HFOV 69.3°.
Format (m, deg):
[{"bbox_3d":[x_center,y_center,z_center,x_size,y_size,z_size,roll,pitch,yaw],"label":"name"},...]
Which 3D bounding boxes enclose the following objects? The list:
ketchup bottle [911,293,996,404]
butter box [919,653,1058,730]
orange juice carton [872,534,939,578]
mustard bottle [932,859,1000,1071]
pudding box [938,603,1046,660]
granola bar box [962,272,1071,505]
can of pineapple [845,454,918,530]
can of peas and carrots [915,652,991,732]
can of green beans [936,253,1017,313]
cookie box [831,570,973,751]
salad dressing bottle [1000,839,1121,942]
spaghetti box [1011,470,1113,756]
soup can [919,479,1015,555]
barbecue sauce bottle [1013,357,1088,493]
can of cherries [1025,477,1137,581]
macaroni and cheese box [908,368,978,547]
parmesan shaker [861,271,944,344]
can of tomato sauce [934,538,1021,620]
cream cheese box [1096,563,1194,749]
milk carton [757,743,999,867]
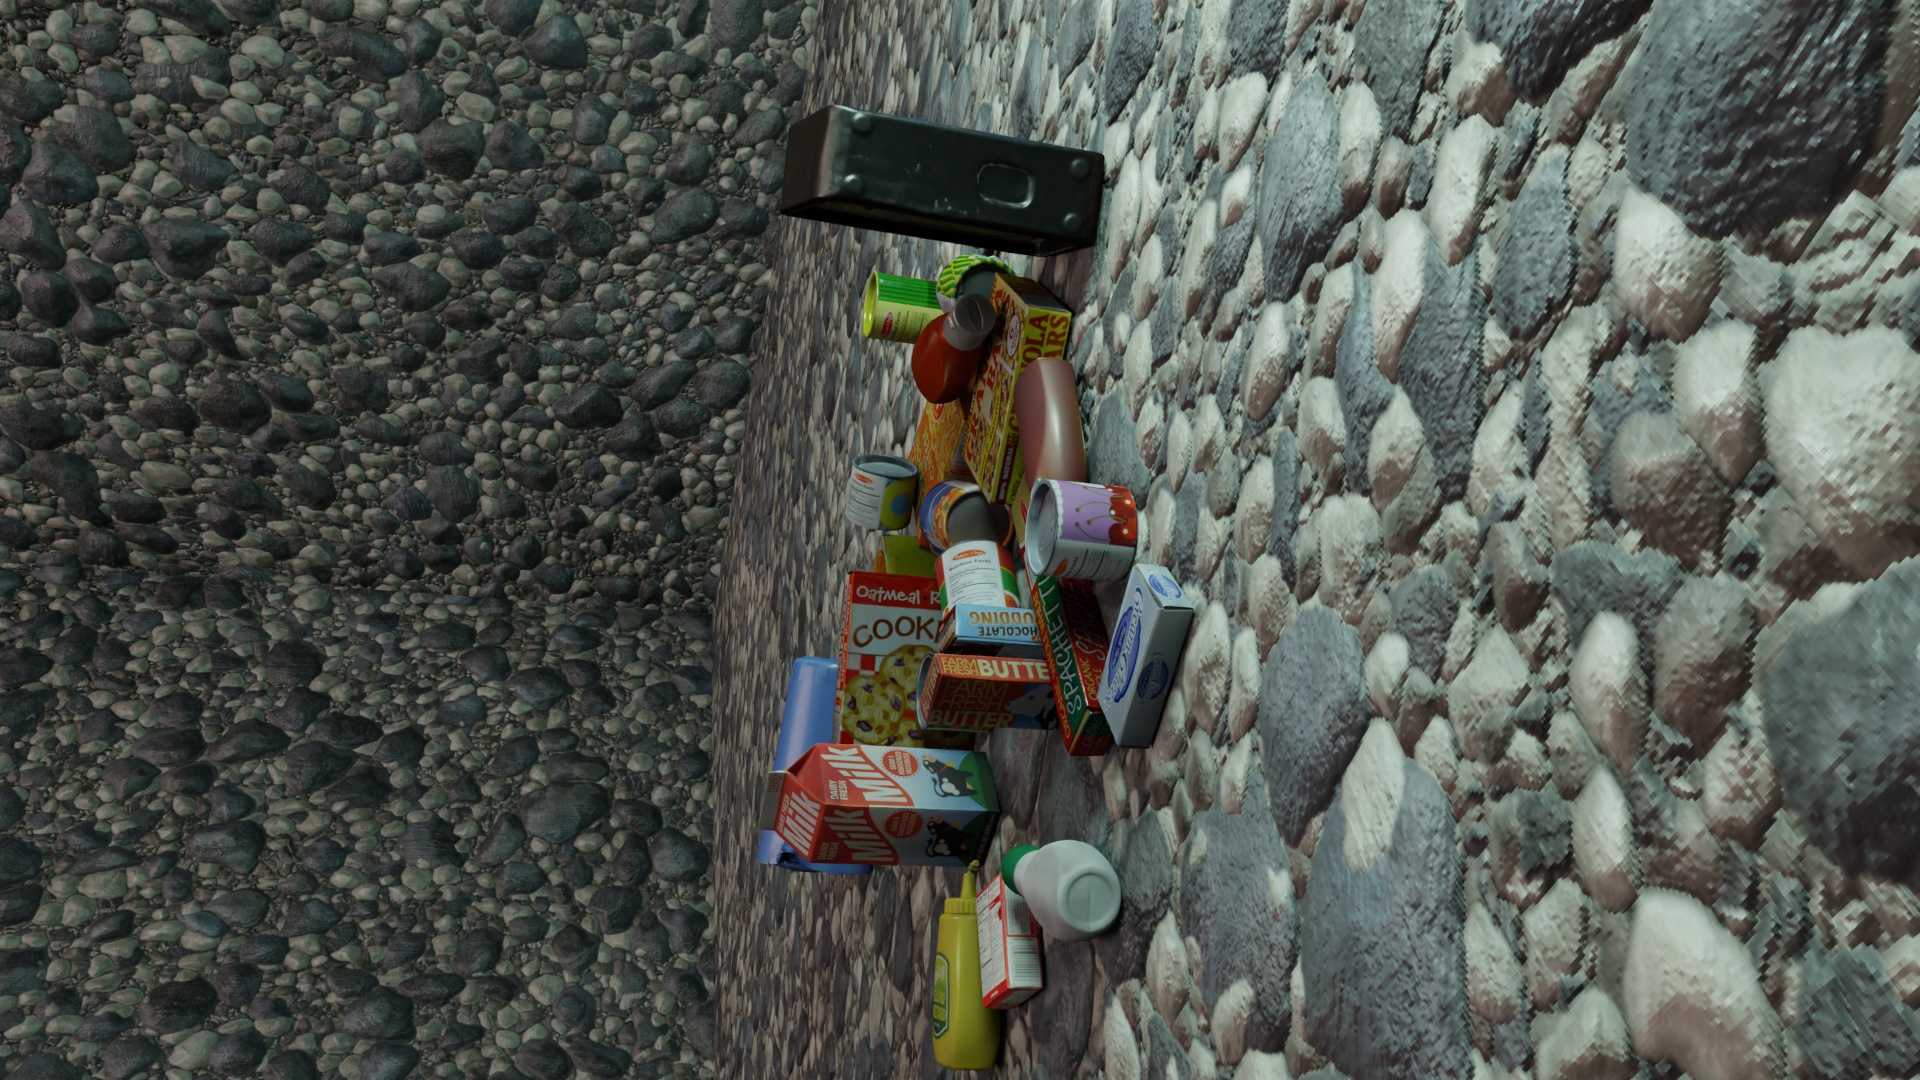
[{"bbox_3d":[-0.006,-0.167,1.188,0.148,0.043,0.065,138,118,-72],"label":"ketchup bottle"},{"bbox_3d":[0.026,0.111,1.014,0.024,0.103,0.052,-104,25,-50],"label":"butter box"},{"bbox_3d":[-0.059,0.088,1.398,0.072,0.073,0.191,-102,22,-47],"label":"orange juice carton"},{"bbox_3d":[0.005,0.339,1.117,0.065,0.049,0.160,142,132,-68],"label":"mustard bottle"},{"bbox_3d":[0.029,0.072,1.053,0.049,0.084,0.030,124,149,-61],"label":"pudding box"},{"bbox_3d":[0.044,-0.126,1.153,0.124,0.039,0.164,-117,35,-65],"label":"granola bar box"},{"bbox_3d":[-0.076,-0.048,1.369,0.071,0.071,0.057,-119,36,-64],"label":"can of pineapple"},{"bbox_3d":[-0.002,0.130,1.200,0.071,0.059,0.071,-173,89,-75],"label":"can of peas and carrots"},{"bbox_3d":[0.017,-0.220,1.238,0.058,0.071,0.071,-133,50,-70],"label":"can of green beans"},{"bbox_3d":[-0.047,0.115,1.246,0.040,0.123,0.167,172,103,-74],"label":"cookie box"},{"bbox_3d":[0.064,0.233,0.948,0.147,0.044,0.064,160,113,-75],"label":"salad dressing bottle"},{"bbox_3d":[0.074,0.044,1.003,0.251,0.029,0.049,-101,22,-46],"label":"spaghetti box"},{"bbox_3d":[0.004,-0.015,1.208,0.084,0.071,0.071,-158,74,-74],"label":"soup can"},{"bbox_3d":[0.070,-0.062,1.028,0.064,0.044,0.149,114,156,-51],"label":"barbecue sauce bottle"},{"bbox_3d":[0.081,-0.009,0.938,0.071,0.058,0.071,-174,89,-76],"label":"can of cherries"},{"bbox_3d":[-0.009,-0.092,1.337,0.124,0.040,0.165,-99,21,-43],"label":"macaroni and cheese box"},{"bbox_3d":[-0.041,-0.226,1.382,0.071,0.103,0.071,-173,89,-75],"label":"parmesan shaker"},{"bbox_3d":[0.017,0.052,1.145,0.070,0.071,0.083,111,158,-45],"label":"can of tomato sauce"},{"bbox_3d":[0.112,0.071,0.858,0.053,0.024,0.103,-112,31,-59],"label":"cream cheese box"},{"bbox_3d":[-0.071,0.222,1.166,0.074,0.191,0.072,-106,26,-53],"label":"milk carton"}]
